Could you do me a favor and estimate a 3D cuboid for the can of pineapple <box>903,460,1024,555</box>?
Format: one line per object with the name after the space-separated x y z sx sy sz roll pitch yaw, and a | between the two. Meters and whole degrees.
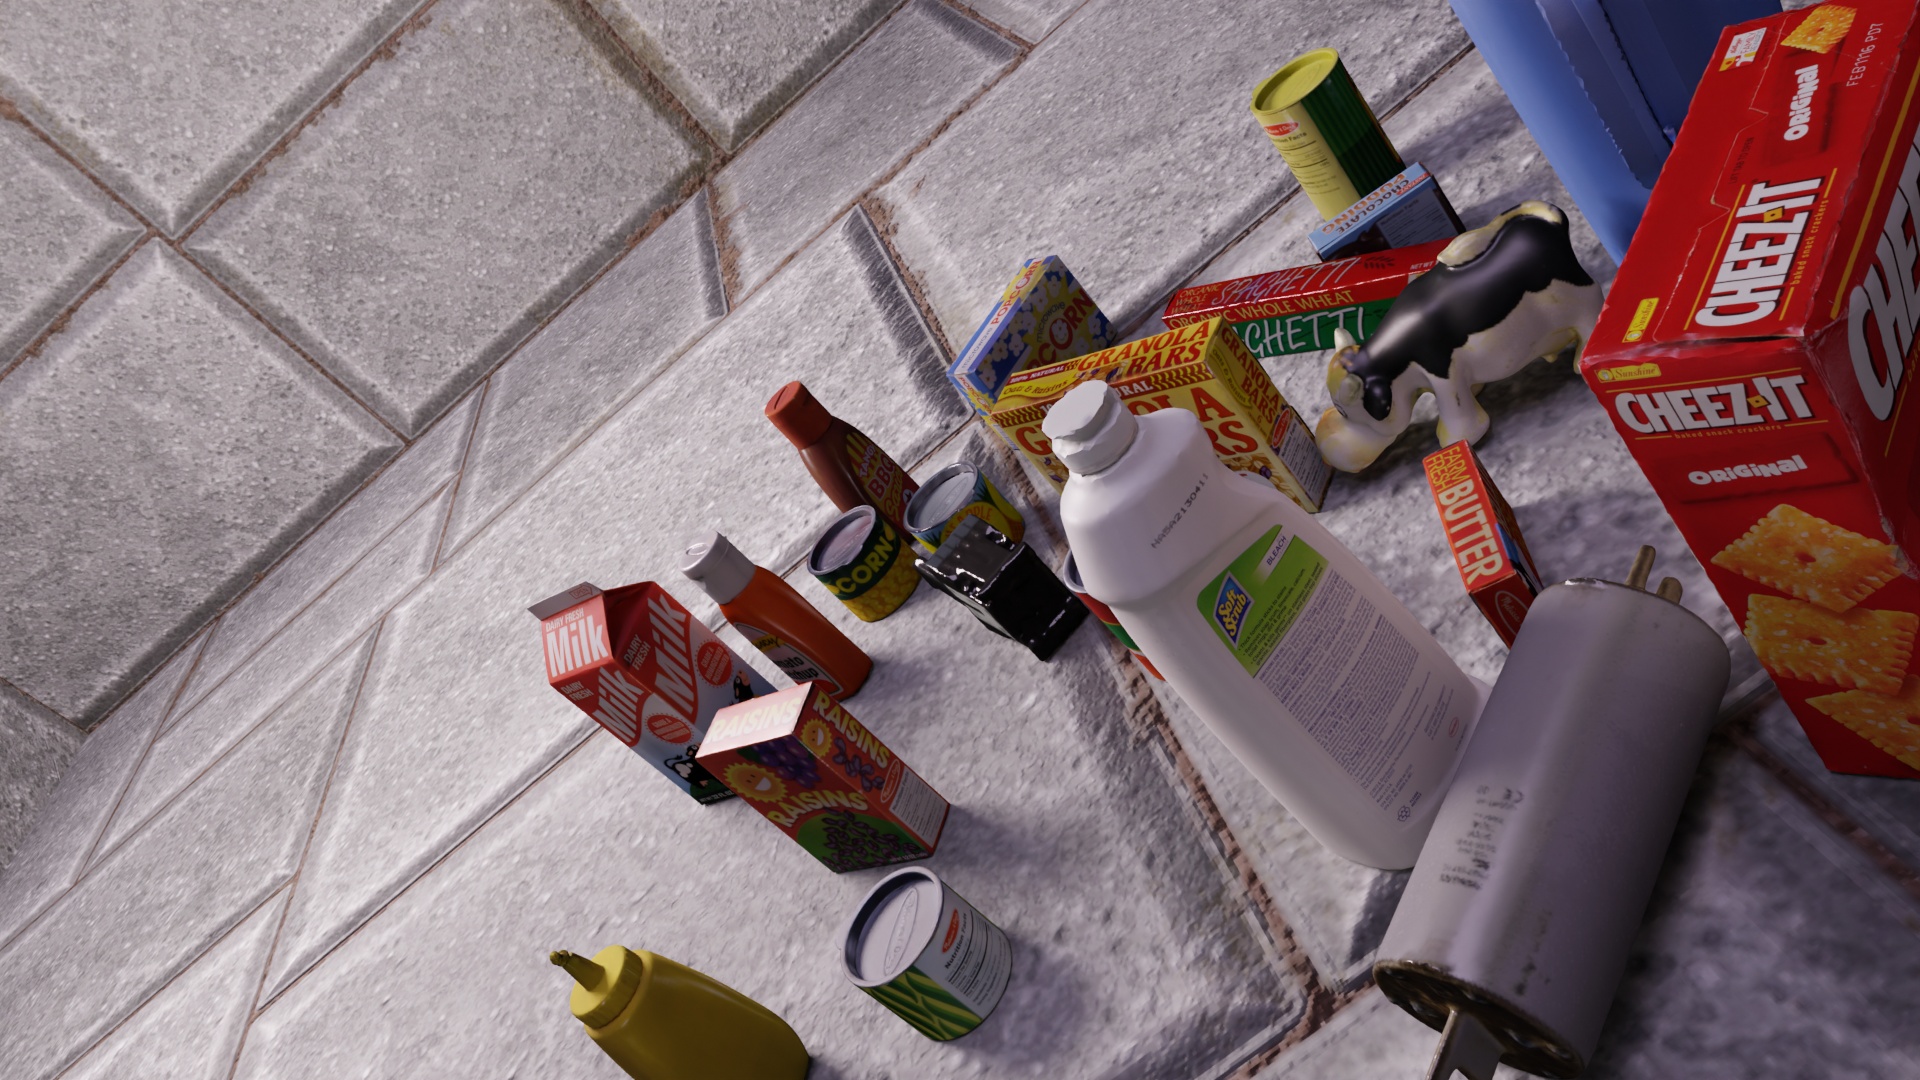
0.003 -0.012 0.972 0.071 0.057 0.071 -32 30 21 | can of pineapple

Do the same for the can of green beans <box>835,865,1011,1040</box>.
-0.017 0.207 0.696 0.071 0.057 0.071 -32 30 21 | can of green beans

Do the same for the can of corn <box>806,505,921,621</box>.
-0.069 0.019 1.024 0.071 0.058 0.071 -32 30 21 | can of corn

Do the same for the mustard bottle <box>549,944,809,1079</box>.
-0.148 0.245 0.705 0.048 0.160 0.065 -11 42 46 | mustard bottle

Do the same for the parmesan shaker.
0.254 -0.278 0.962 0.071 0.103 0.072 -32 30 21 | parmesan shaker

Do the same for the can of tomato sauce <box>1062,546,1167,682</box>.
0.105 0.028 0.757 0.071 0.083 0.071 -32 30 21 | can of tomato sauce

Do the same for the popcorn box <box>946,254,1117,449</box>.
0.055 -0.143 1.055 0.038 0.085 0.127 0 50 53 | popcorn box

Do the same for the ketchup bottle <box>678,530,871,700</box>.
-0.130 0.052 0.960 0.064 0.148 0.044 -8 44 48 | ketchup bottle

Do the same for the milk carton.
-0.209 0.096 0.959 0.072 0.190 0.074 -22 35 35 | milk carton

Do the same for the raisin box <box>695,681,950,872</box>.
-0.078 0.138 0.801 0.086 0.123 0.040 -19 36 39 | raisin box

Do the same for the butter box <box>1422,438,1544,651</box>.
0.244 0.003 0.641 0.024 0.053 0.104 -30 31 25 | butter box

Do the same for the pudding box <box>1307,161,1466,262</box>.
0.270 -0.195 0.884 0.083 0.049 0.030 -34 29 18 | pudding box

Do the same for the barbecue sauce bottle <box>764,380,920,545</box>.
-0.087 -0.058 1.057 0.043 0.148 0.065 -23 34 34 | barbecue sauce bottle

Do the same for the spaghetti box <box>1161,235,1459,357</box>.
0.231 -0.147 0.869 0.250 0.050 0.029 0 50 53 | spaghetti box

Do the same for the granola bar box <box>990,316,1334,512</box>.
0.117 -0.060 0.819 0.165 0.124 0.039 -9 43 47 | granola bar box
